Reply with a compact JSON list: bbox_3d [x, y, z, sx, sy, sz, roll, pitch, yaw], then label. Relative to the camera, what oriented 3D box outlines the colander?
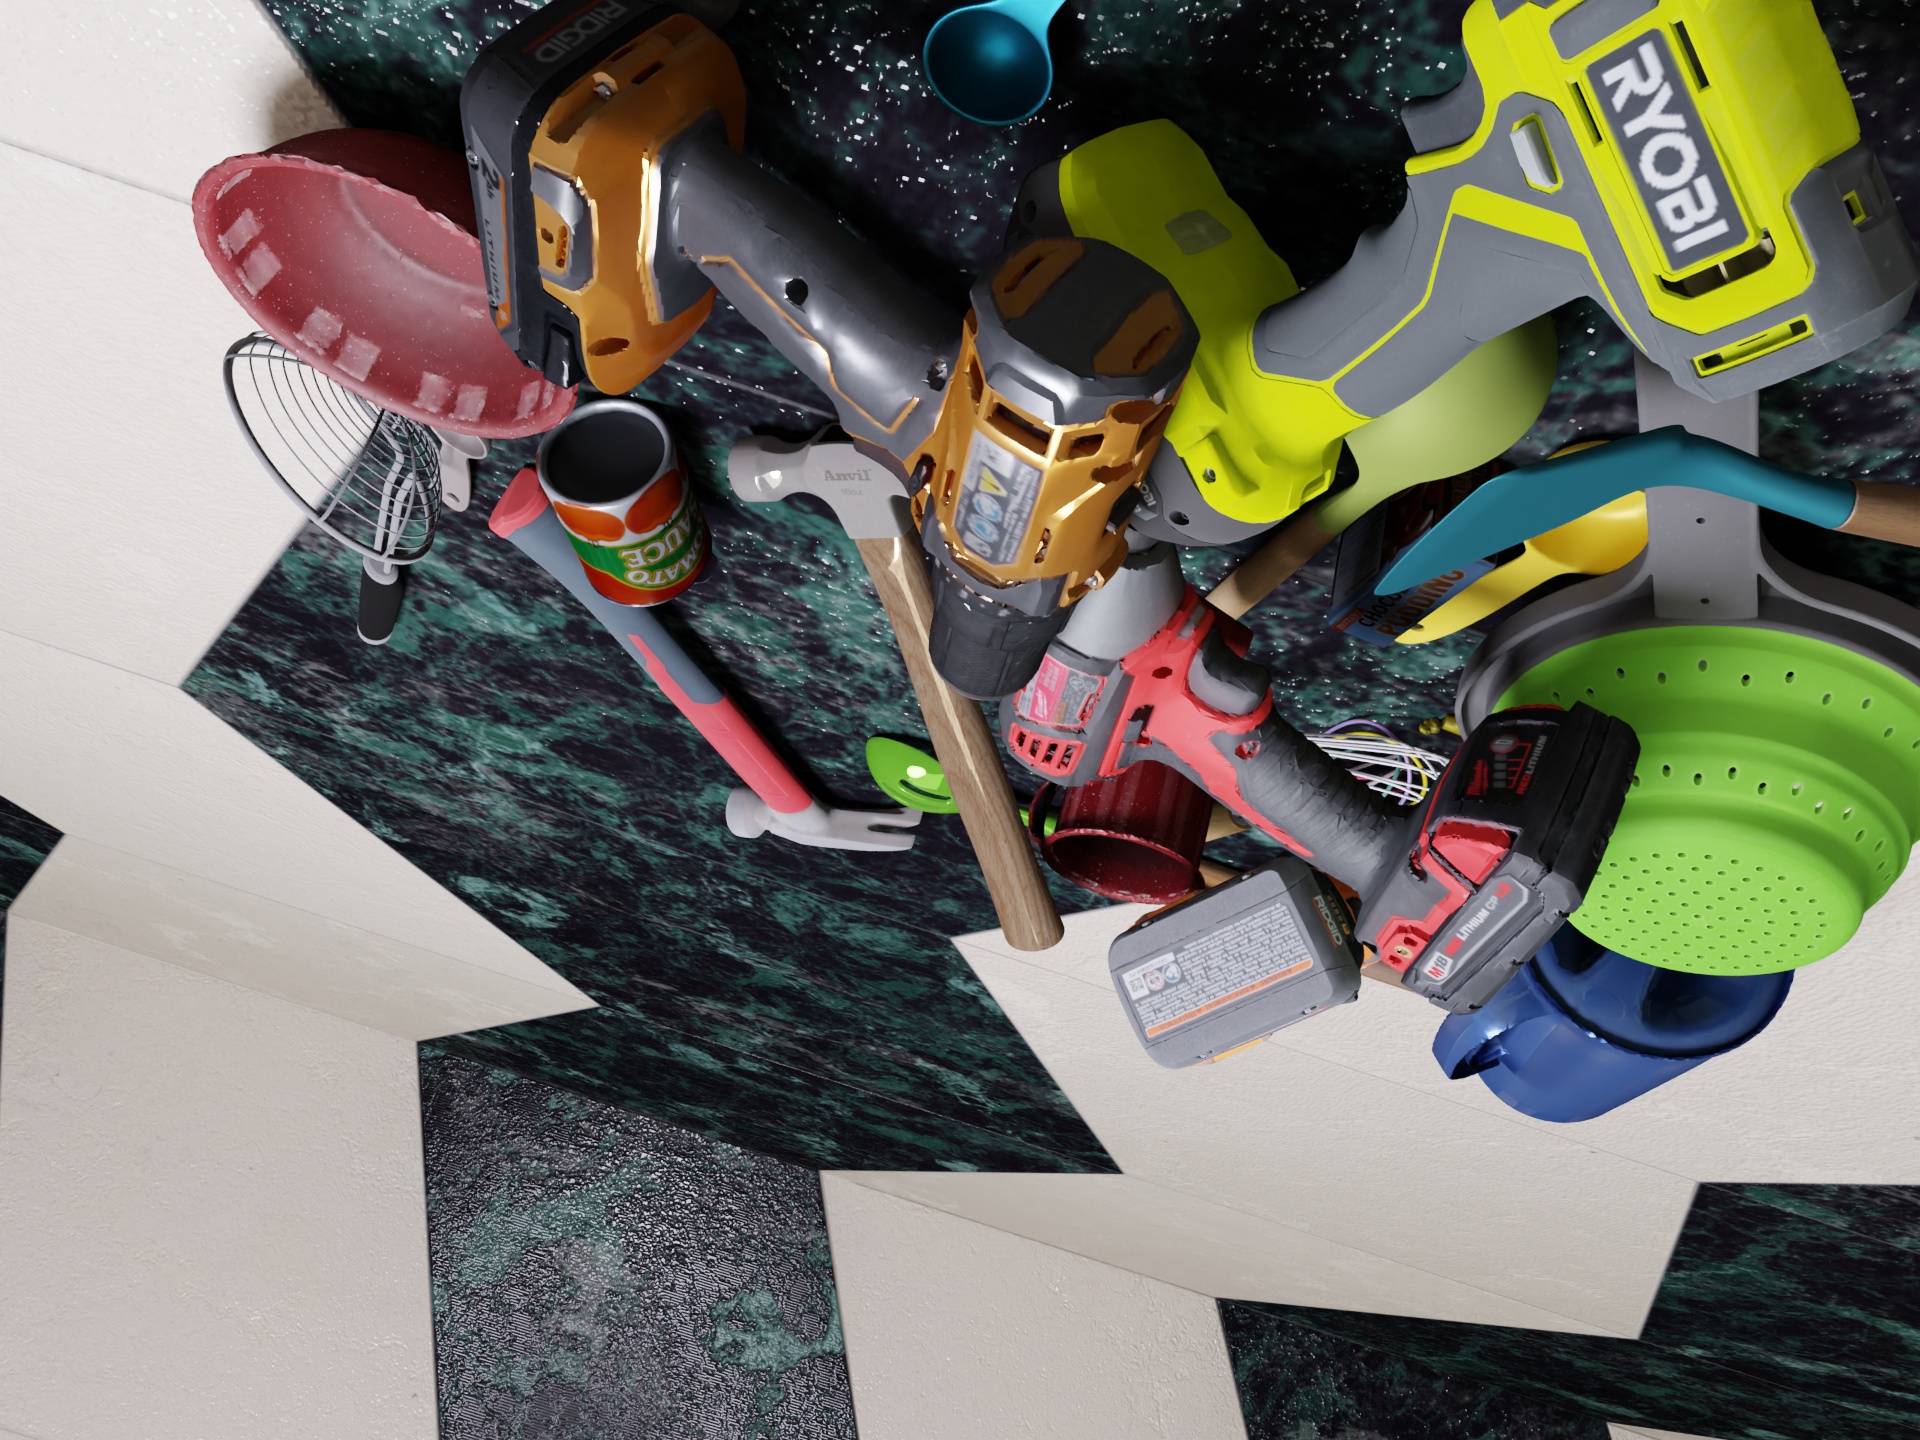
[{"bbox_3d":[0.267,-0.011,0.575,0.204,0.095,0.396,2,145,29],"label":"colander"}]

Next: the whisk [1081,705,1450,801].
[{"bbox_3d":[0.132,0.017,0.771,0.285,0.070,0.070,22,163,42],"label":"whisk"}]

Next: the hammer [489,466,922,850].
[{"bbox_3d":[-0.151,-0.020,0.966,0.143,0.038,0.385,4,151,24],"label":"hammer"}]

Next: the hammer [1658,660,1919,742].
[{"bbox_3d":[0.412,-0.066,0.524,0.144,0.035,0.405,20,154,-5],"label":"hammer"}]

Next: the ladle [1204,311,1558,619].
[{"bbox_3d":[0.138,-0.086,0.658,0.078,0.062,0.320,-7,167,-15],"label":"ladle"}]

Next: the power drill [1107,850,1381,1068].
[{"bbox_3d":[0.190,0.118,0.880,0.164,0.084,0.226,-29,166,23],"label":"power drill"}]

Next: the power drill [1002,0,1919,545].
[{"bbox_3d":[0.121,-0.149,0.449,0.223,0.080,0.171,-19,101,51],"label":"power drill"}]

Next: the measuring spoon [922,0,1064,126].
[{"bbox_3d":[0.031,-0.229,0.467,0.042,0.021,0.128,27,144,-17],"label":"measuring spoon"}]

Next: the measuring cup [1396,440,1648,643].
[{"bbox_3d":[0.226,-0.068,0.648,0.062,0.029,0.156,24,156,-13],"label":"measuring cup"}]

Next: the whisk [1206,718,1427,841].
[{"bbox_3d":[0.175,0.051,0.901,0.047,0.051,0.245,21,158,-20],"label":"whisk"}]

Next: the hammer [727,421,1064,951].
[{"bbox_3d":[-0.001,-0.003,0.801,0.130,0.031,0.331,3,132,29],"label":"hammer"}]

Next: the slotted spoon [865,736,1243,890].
[{"bbox_3d":[0.085,0.076,1.024,0.313,0.031,0.070,18,156,-5],"label":"slotted spoon"}]

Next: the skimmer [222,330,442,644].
[{"bbox_3d":[-0.344,-0.096,0.876,0.127,0.090,0.363,58,153,2],"label":"skimmer"}]

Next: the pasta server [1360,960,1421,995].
[{"bbox_3d":[0.279,0.174,1.062,0.316,0.040,0.060,21,169,-17],"label":"pasta server"}]

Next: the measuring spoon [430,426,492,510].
[{"bbox_3d":[-0.261,-0.138,0.833,0.034,0.018,0.124,33,159,-9],"label":"measuring spoon"}]

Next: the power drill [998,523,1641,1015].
[{"bbox_3d":[0.120,0.005,0.586,0.220,0.078,0.143,29,146,11],"label":"power drill"}]

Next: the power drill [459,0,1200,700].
[{"bbox_3d":[-0.044,-0.108,0.514,0.226,0.084,0.185,33,150,11],"label":"power drill"}]

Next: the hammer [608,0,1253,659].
[{"bbox_3d":[-0.016,-0.122,0.617,0.358,0.037,0.149,42,146,-23],"label":"hammer"}]

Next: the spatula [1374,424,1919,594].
[{"bbox_3d":[0.286,-0.050,0.476,0.317,0.044,0.082,7,160,-7],"label":"spatula"}]
